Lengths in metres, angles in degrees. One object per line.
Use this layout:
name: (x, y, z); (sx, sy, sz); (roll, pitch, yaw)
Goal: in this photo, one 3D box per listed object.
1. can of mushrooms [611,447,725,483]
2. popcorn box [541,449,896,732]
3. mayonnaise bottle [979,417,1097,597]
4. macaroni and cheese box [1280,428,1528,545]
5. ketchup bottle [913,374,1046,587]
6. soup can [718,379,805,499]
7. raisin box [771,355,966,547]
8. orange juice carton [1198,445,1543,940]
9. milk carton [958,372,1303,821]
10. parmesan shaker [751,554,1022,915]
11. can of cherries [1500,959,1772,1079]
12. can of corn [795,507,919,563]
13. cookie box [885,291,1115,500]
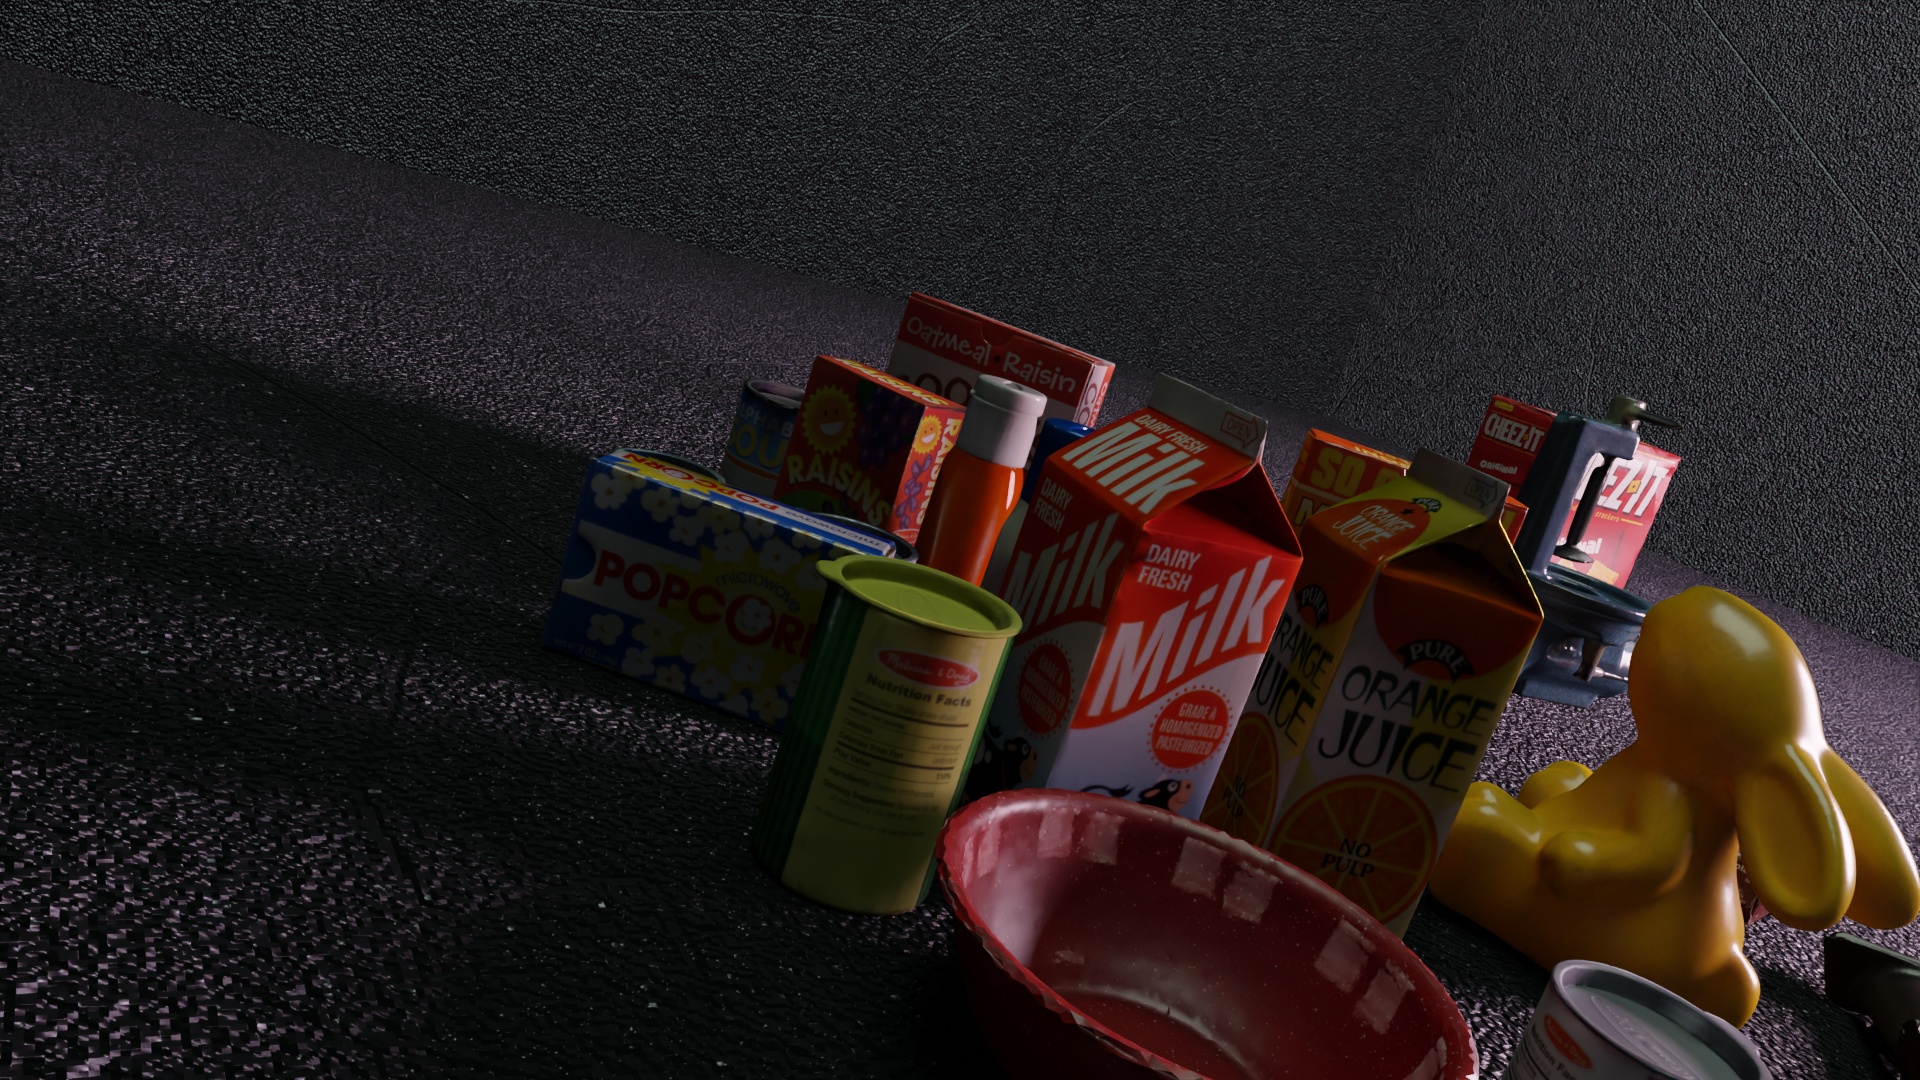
can of mushrooms: (-0.172, -0.027, 0.794); (0.071, 0.033, 0.071); (17, 13, -4)
popcorn box: (-0.100, 0.022, 0.580); (0.127, 0.085, 0.038); (19, 13, 3)
mayonnaise bottle: (0.032, 0.019, 0.635); (0.041, 0.147, 0.065); (23, 13, 18)
macaroni and cheese box: (0.228, 0.036, 0.790); (0.124, 0.166, 0.040); (19, 13, 4)
ketchup bottle: (0.003, -0.009, 0.704); (0.043, 0.148, 0.065); (18, 13, -4)
soup can: (-0.113, -0.049, 0.852); (0.071, 0.083, 0.071); (18, 13, -4)
raisin box: (-0.056, -0.030, 0.767); (0.086, 0.123, 0.040); (27, 15, 33)
orange juice carton: (0.162, 0.059, 0.551); (0.073, 0.192, 0.072); (16, 13, -11)
milk carton: (0.058, 0.037, 0.504); (0.073, 0.190, 0.072); (11, 15, -29)
parmesan shaker: (-0.029, 0.064, 0.470); (0.071, 0.102, 0.071); (18, 13, -4)
can of cherries: (0.209, 0.176, 0.434); (0.071, 0.058, 0.071); (18, 13, -4)
can of corn: (-0.063, 0.023, 0.685); (0.071, 0.058, 0.071); (18, 13, -4)
cookie box: (0.005, -0.047, 0.820); (0.123, 0.167, 0.040); (23, 14, 21)
